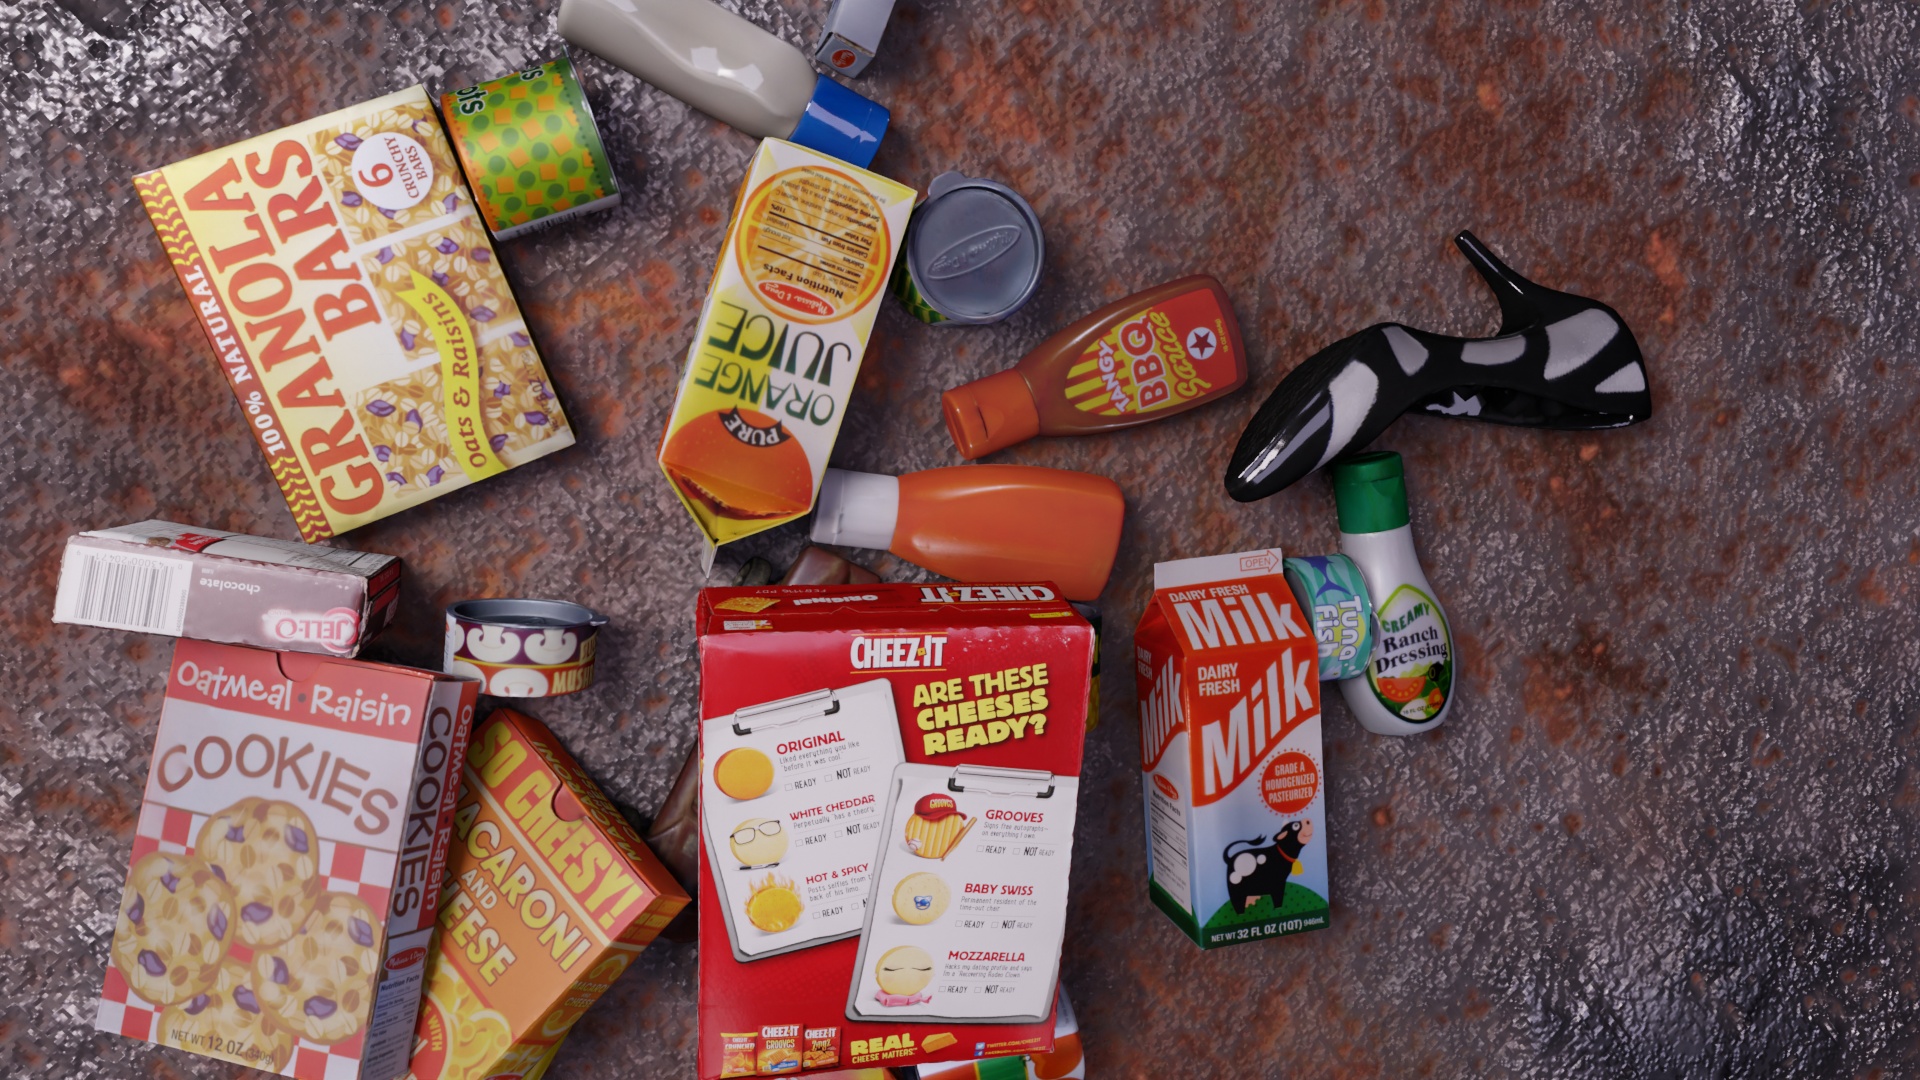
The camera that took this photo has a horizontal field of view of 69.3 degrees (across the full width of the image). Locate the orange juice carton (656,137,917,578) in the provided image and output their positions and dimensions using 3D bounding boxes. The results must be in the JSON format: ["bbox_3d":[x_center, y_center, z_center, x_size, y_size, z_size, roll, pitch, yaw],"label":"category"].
[{"bbox_3d":[-0.088,-0.077,0.637,0.073,0.072,0.192,18,91,-15],"label":"orange juice carton"}]

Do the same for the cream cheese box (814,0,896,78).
[{"bbox_3d":[-0.036,-0.270,0.639,0.024,0.053,0.103,22,91,-17],"label":"cream cheese box"}]

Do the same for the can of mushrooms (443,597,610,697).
[{"bbox_3d":[-0.196,0.048,0.627,0.071,0.071,0.033,5,96,-14],"label":"can of mushrooms"}]

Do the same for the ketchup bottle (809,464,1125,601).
[{"bbox_3d":[0.002,-0.009,0.680,0.149,0.044,0.064,7,115,-13],"label":"ketchup bottle"}]

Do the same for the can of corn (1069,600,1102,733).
[{"bbox_3d":[0.037,0.062,0.684,0.071,0.071,0.058,-1,97,-14],"label":"can of corn"}]

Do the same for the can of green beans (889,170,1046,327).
[{"bbox_3d":[0.001,-0.135,0.660,0.071,0.058,0.071,-2,97,-13],"label":"can of green beans"}]

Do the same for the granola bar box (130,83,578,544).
[{"bbox_3d":[-0.259,-0.098,0.610,0.124,0.039,0.165,-23,101,-11],"label":"granola bar box"}]

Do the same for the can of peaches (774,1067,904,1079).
[{"bbox_3d":[-0.066,0.260,0.680,0.058,0.071,0.071,-33,103,-9],"label":"can of peaches"}]

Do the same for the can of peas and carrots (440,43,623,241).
[{"bbox_3d":[-0.187,-0.173,0.605,0.059,0.071,0.071,-21,101,-10],"label":"can of peas and carrots"}]

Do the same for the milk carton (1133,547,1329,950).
[{"bbox_3d":[0.137,0.101,0.711,0.072,0.073,0.190,-6,97,-13],"label":"milk carton"}]

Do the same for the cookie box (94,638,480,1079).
[{"bbox_3d":[-0.280,0.129,0.580,0.123,0.040,0.167,8,85,12],"label":"cookie box"}]

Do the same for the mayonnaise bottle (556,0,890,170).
[{"bbox_3d":[-0.105,-0.213,0.626,0.148,0.064,0.041,24,83,-19],"label":"mayonnaise bottle"}]

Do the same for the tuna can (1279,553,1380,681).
[{"bbox_3d":[0.185,0.041,0.718,0.033,0.071,0.071,-5,97,-12],"label":"tuna can"}]

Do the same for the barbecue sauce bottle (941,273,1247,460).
[{"bbox_3d":[0.065,-0.081,0.690,0.149,0.044,0.064,-21,103,-10],"label":"barbecue sauce bottle"}]

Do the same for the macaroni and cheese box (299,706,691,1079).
[{"bbox_3d":[-0.221,0.176,0.615,0.166,0.040,0.124,-46,67,-5],"label":"macaroni and cheese box"}]

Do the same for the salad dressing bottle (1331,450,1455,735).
[{"bbox_3d":[0.226,0.028,0.740,0.064,0.044,0.147,-13,99,-13],"label":"salad dressing bottle"}]

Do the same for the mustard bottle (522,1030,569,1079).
[{"bbox_3d":[-0.222,0.238,0.650,0.065,0.049,0.160,43,84,-16],"label":"mustard bottle"}]

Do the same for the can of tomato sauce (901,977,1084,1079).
[{"bbox_3d":[0.013,0.255,0.702,0.083,0.071,0.071,-12,99,-13],"label":"can of tomato sauce"}]
